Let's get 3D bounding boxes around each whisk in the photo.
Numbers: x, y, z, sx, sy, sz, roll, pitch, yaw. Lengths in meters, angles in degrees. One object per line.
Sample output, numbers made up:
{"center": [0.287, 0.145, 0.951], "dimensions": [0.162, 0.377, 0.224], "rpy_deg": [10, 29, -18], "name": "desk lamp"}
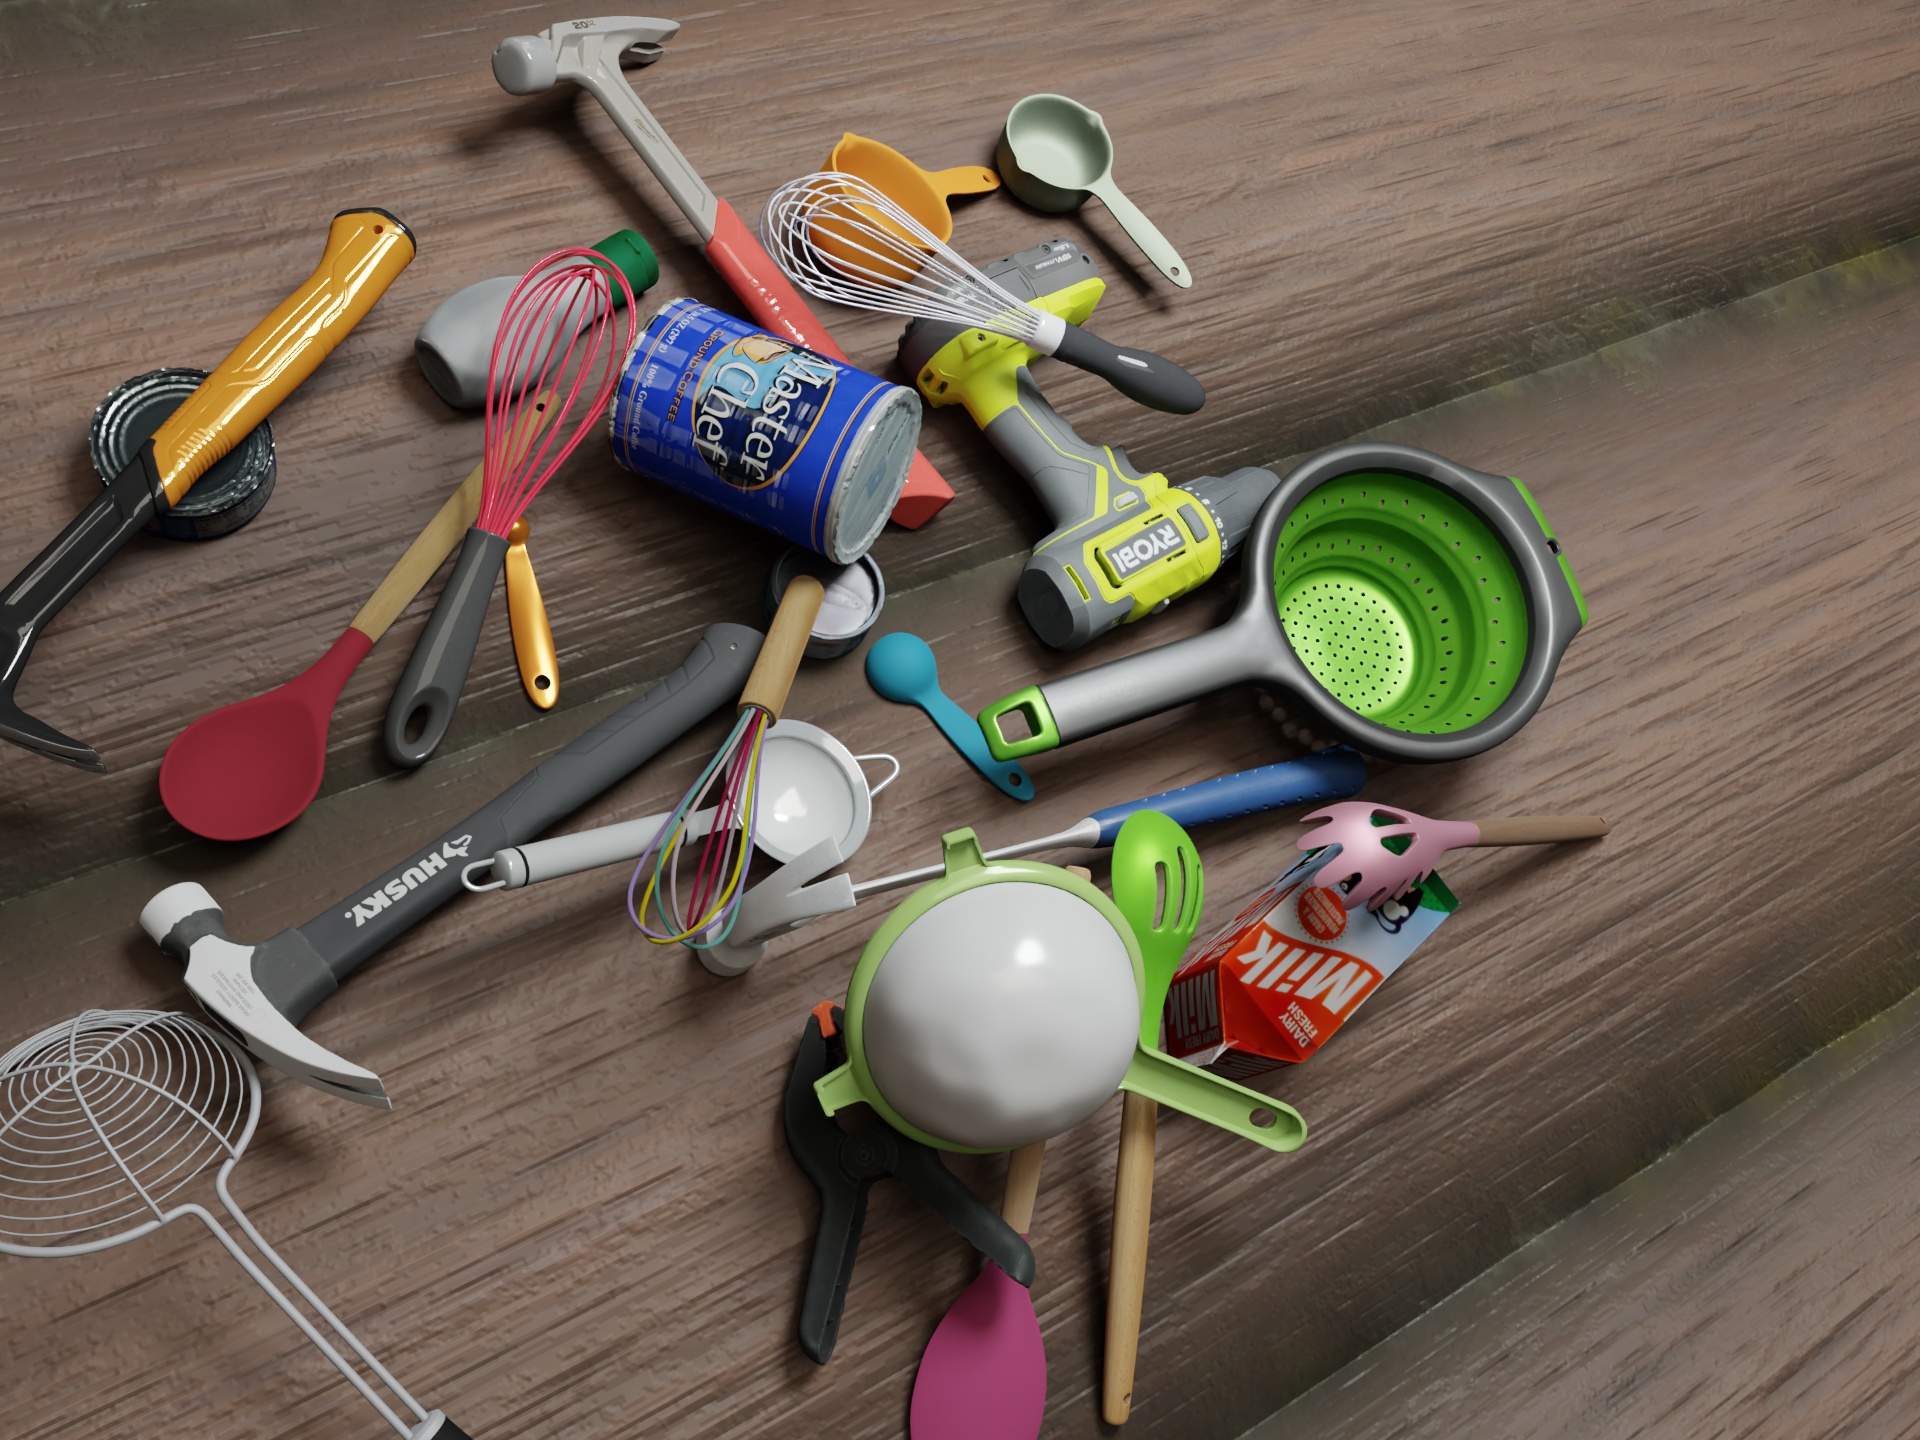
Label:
{"center": [-0.105, 0.014, 0.798], "dimensions": [0.051, 0.047, 0.245], "rpy_deg": [32, 46, -17], "name": "whisk"}
{"center": [0.019, -0.233, 0.907], "dimensions": [0.284, 0.070, 0.070], "rpy_deg": [19, 65, -21], "name": "whisk"}
{"center": [-0.242, -0.115, 0.838], "dimensions": [0.073, 0.073, 0.296], "rpy_deg": [20, 80, -11], "name": "whisk"}

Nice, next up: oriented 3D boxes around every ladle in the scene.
{"center": [-0.301, -0.065, 0.836], "dimensions": [0.069, 0.031, 0.315], "rpy_deg": [33, 62, -8], "name": "ladle"}

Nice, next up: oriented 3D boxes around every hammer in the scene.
{"center": [-0.377, -0.134, 0.791], "dimensions": [0.127, 0.034, 0.337], "rpy_deg": [32, 64, -5], "name": "hammer"}
{"center": [-0.219, 0.051, 0.803], "dimensions": [0.146, 0.035, 0.335], "rpy_deg": [40, 58, 19], "name": "hammer"}
{"center": [0.064, 0.063, 0.870], "dimensions": [0.405, 0.144, 0.035], "rpy_deg": [-11, 75, -29], "name": "hammer"}
{"center": [-0.120, -0.270, 0.956], "dimensions": [0.359, 0.036, 0.149], "rpy_deg": [52, 39, -1], "name": "hammer"}

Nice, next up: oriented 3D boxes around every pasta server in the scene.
{"center": [0.305, 0.070, 0.935], "dimensions": [0.316, 0.040, 0.060], "rpy_deg": [2, 58, -45], "name": "pasta server"}

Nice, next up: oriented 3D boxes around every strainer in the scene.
{"center": [-0.137, 0.052, 0.805], "dimensions": [0.258, 0.050, 0.087], "rpy_deg": [-12, 71, -46], "name": "strainer"}
{"center": [0.070, 0.167, 0.752], "dimensions": [0.256, 0.069, 0.151], "rpy_deg": [25, 97, -19], "name": "strainer"}

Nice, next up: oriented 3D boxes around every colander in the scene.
{"center": [0.183, -0.038, 0.958], "dimensions": [0.397, 0.094, 0.205], "rpy_deg": [-18, 77, -19], "name": "colander"}

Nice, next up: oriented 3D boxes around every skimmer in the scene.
{"center": [-0.291, 0.276, 0.708], "dimensions": [0.363, 0.090, 0.127], "rpy_deg": [51, 43, -8], "name": "skimmer"}

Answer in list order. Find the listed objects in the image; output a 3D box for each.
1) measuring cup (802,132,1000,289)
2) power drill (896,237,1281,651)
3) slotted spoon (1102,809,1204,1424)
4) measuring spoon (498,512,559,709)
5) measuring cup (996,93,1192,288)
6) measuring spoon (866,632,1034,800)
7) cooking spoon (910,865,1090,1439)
{"center": [-0.033, -0.325, 1.020], "dimensions": [0.095, 0.052, 0.173], "rpy_deg": [52, 39, 3], "name": "measuring cup"}
{"center": [0.083, -0.175, 0.983], "dimensions": [0.190, 0.080, 0.228], "rpy_deg": [-29, 84, -26], "name": "power drill"}
{"center": [0.094, 0.203, 0.820], "dimensions": [0.070, 0.031, 0.314], "rpy_deg": [7, 88, -43], "name": "slotted spoon"}
{"center": [-0.235, -0.061, 0.864], "dimensions": [0.021, 0.011, 0.117], "rpy_deg": [-9, 74, -22], "name": "measuring spoon"}
{"center": [0.091, -0.346, 1.071], "dimensions": [0.167, 0.038, 0.083], "rpy_deg": [48, 63, 1], "name": "measuring cup"}
{"center": [-0.001, -0.003, 0.917], "dimensions": [0.128, 0.021, 0.042], "rpy_deg": [45, 63, 2], "name": "measuring spoon"}
{"center": [0.031, 0.231, 0.801], "dimensions": [0.068, 0.017, 0.319], "rpy_deg": [12, 83, -12], "name": "cooking spoon"}
